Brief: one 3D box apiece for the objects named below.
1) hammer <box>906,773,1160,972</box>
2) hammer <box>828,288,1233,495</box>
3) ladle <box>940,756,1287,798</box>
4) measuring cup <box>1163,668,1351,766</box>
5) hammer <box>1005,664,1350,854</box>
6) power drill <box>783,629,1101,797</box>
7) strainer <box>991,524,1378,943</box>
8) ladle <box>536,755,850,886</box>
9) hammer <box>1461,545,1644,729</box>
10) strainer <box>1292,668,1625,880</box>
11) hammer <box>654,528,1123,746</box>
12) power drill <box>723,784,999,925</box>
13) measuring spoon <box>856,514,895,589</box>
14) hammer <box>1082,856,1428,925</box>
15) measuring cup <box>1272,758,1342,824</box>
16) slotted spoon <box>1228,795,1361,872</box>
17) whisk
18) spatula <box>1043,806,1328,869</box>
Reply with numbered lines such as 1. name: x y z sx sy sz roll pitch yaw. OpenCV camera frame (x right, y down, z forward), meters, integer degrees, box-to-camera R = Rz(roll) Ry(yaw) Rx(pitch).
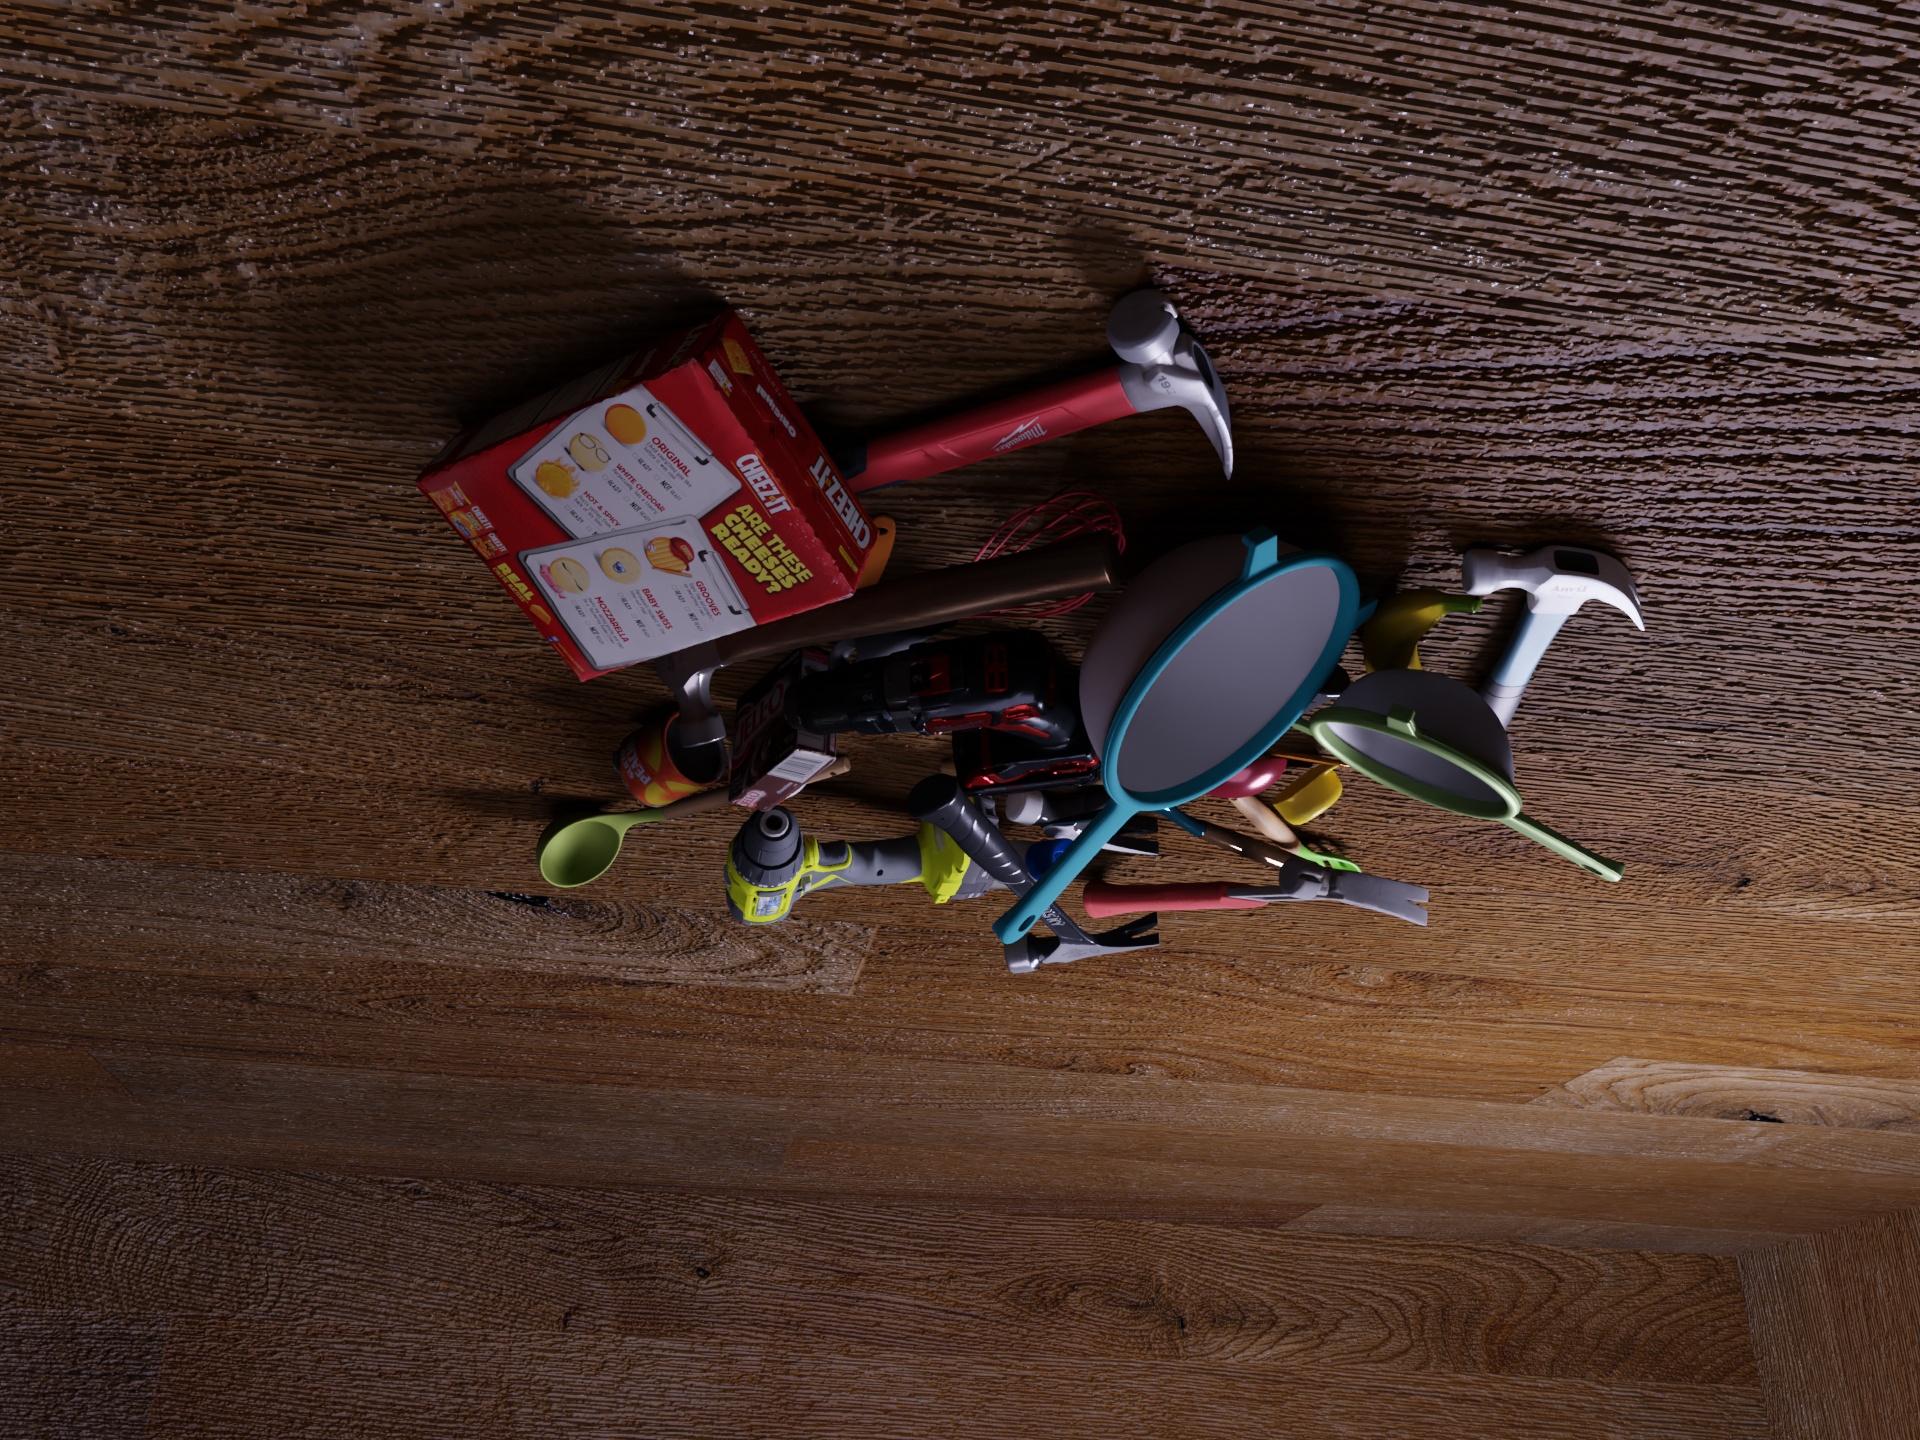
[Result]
1. hammer: 0.052 0.131 1.305 0.149 0.036 0.408 -11 153 17
2. hammer: -0.032 -0.149 0.957 0.386 0.038 0.143 -12 151 24
3. ladle: 0.108 0.041 1.241 0.315 0.031 0.069 1 177 39
4. measuring cup: 0.206 -0.006 1.163 0.173 0.052 0.095 12 177 -2
5. hammer: 0.188 0.033 1.292 0.146 0.035 0.334 18 148 -27
6. power drill: -0.002 -0.004 1.126 0.188 0.080 0.226 -8 166 18
7. strainer: 0.113 0.000 1.056 0.340 0.095 0.210 -50 148 16
8. ladle: -0.236 0.085 1.390 0.320 0.062 0.078 -15 148 23
9. hammer: 0.400 -0.027 1.172 0.128 0.033 0.330 1 152 3
10. strainer: 0.365 0.029 1.098 0.256 0.069 0.151 28 172 -13
11. hammer: -0.056 -0.072 1.003 0.331 0.130 0.031 -10 -173 26
12. power drill: -0.085 0.109 1.345 0.228 0.080 0.190 -6 158 -14
13. measuring spoon: -0.060 -0.102 1.072 0.021 0.011 0.116 7 152 -10
14. hammer: 0.236 0.157 1.418 0.149 0.037 0.359 15 165 -29
15. measuring cup: 0.321 0.040 1.283 0.156 0.062 0.029 -34 92 37
16. slotted spoon: 0.286 0.103 1.394 0.070 0.031 0.313 -9 157 26
17. whisk: 0.003 -0.080 1.067 0.073 0.073 0.296 23 150 -34
18. spatula: 0.218 0.109 1.342 0.317 0.044 0.082 21 162 -29
